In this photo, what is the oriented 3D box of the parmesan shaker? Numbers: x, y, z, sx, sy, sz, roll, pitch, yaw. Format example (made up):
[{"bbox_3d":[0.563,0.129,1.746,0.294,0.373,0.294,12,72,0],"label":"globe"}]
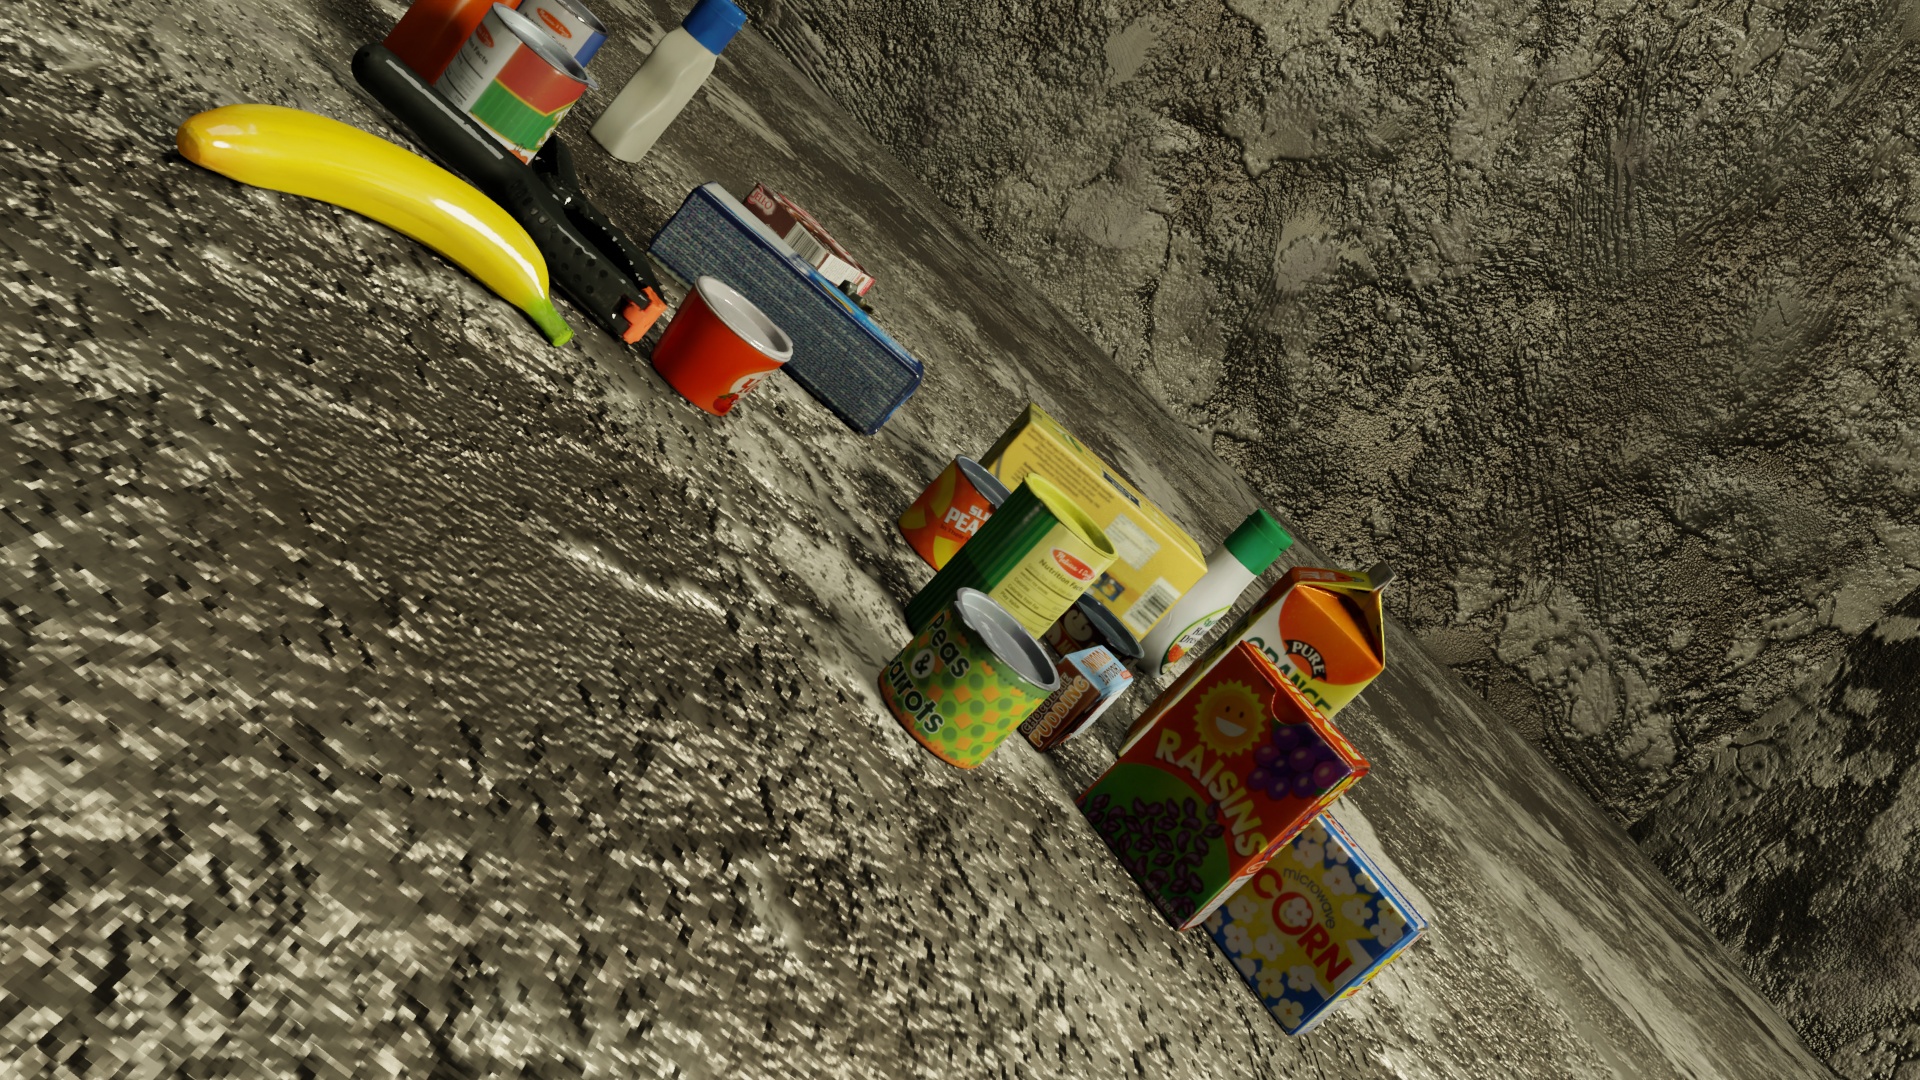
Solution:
[{"bbox_3d":[0.025,0.021,0.754,0.071,0.103,0.071,40,14,-12],"label":"parmesan shaker"}]

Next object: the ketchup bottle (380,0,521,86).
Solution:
[{"bbox_3d":[-0.293,-0.345,0.855,0.043,0.148,0.065,42,14,-4],"label":"ketchup bottle"}]

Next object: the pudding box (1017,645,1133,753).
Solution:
[{"bbox_3d":[0.063,0.087,0.777,0.030,0.049,0.084,47,14,14],"label":"pudding box"}]

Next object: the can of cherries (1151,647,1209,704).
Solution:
[{"bbox_3d":[0.178,0.118,0.982,0.071,0.058,0.072,40,14,-12],"label":"can of cherries"}]

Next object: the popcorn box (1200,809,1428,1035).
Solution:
[{"bbox_3d":[0.166,0.178,0.722,0.127,0.085,0.038,51,16,28],"label":"popcorn box"}]

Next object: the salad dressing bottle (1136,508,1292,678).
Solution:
[{"bbox_3d":[0.185,0.039,1.049,0.044,0.147,0.064,49,15,22],"label":"salad dressing bottle"}]

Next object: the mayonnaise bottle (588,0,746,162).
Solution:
[{"bbox_3d":[-0.228,-0.365,1.090,0.041,0.148,0.065,43,14,-3],"label":"mayonnaise bottle"}]

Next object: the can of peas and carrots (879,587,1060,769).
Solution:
[{"bbox_3d":[0.002,0.065,0.657,0.071,0.058,0.071,40,14,-12],"label":"can of peas and carrots"}]

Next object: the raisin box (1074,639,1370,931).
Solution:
[{"bbox_3d":[0.131,0.124,0.706,0.086,0.123,0.040,50,15,27],"label":"raisin box"}]

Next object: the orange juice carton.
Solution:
[{"bbox_3d":[0.189,0.083,0.842,0.073,0.192,0.072,45,14,5],"label":"orange juice carton"}]

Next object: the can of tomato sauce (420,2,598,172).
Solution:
[{"bbox_3d":[-0.264,-0.255,0.805,0.071,0.083,0.071,40,14,-12],"label":"can of tomato sauce"}]

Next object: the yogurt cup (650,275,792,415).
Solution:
[{"bbox_3d":[-0.138,-0.108,0.785,0.072,0.054,0.072,40,14,-12],"label":"yogurt cup"}]

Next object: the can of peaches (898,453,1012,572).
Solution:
[{"bbox_3d":[0.003,-0.011,0.881,0.071,0.058,0.071,40,14,-12],"label":"can of peaches"}]

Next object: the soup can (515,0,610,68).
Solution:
[{"bbox_3d":[-0.298,-0.346,0.976,0.071,0.083,0.071,40,14,-12],"label":"soup can"}]

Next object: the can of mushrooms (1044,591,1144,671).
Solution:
[{"bbox_3d":[0.089,0.067,0.939,0.071,0.033,0.071,40,14,-12],"label":"can of mushrooms"}]
